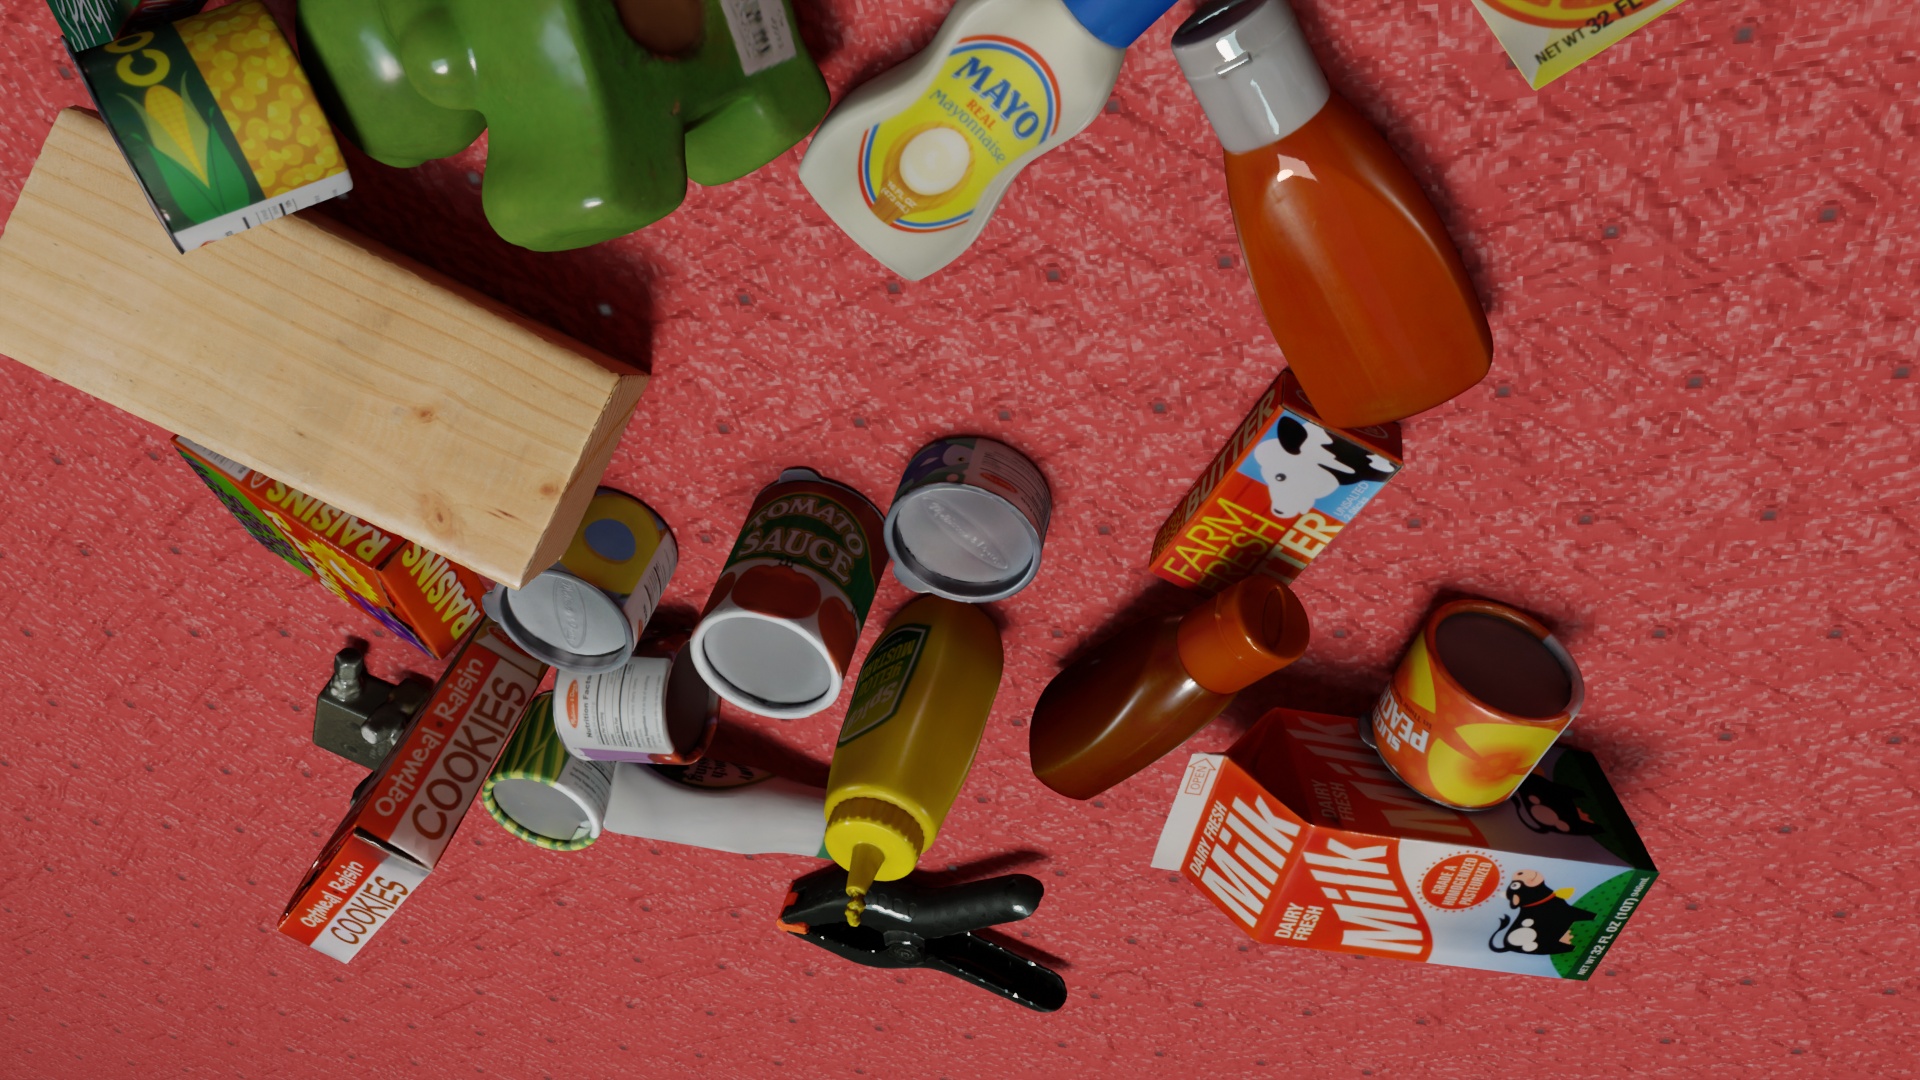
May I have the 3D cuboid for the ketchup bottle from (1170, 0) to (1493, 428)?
[{"bbox_3d":[0.117,-0.105,0.448,0.064,0.044,0.148,-19,124,29],"label":"ketchup bottle"}]

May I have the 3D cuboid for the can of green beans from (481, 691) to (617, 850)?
[{"bbox_3d":[-0.214,0.124,0.745,0.071,0.058,0.071,8,133,9],"label":"can of green beans"}]

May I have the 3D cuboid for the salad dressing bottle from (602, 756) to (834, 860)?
[{"bbox_3d":[-0.108,0.141,0.724,0.148,0.064,0.044,13,93,-13],"label":"salad dressing bottle"}]

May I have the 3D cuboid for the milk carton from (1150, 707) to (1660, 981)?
[{"bbox_3d":[0.181,0.127,0.592,0.191,0.074,0.072,8,123,-6],"label":"milk carton"}]

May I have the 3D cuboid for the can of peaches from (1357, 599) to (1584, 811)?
[{"bbox_3d":[0.206,0.066,0.563,0.071,0.071,0.057,17,134,1],"label":"can of peaches"}]

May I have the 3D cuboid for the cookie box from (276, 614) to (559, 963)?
[{"bbox_3d":[-0.247,0.101,0.657,0.040,0.168,0.122,34,132,-15],"label":"cookie box"}]

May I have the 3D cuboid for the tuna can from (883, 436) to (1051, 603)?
[{"bbox_3d":[0.002,-0.007,0.579,0.071,0.033,0.070,8,133,9],"label":"tuna can"}]

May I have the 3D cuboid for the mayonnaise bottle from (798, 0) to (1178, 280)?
[{"bbox_3d":[0.014,-0.147,0.441,0.064,0.041,0.147,41,130,-19],"label":"mayonnaise bottle"}]

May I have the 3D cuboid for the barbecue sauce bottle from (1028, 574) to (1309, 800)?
[{"bbox_3d":[0.083,0.059,0.579,0.043,0.065,0.148,29,144,-14],"label":"barbecue sauce bottle"}]

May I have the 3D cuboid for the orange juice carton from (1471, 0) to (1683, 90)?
[{"bbox_3d":[0.117,-0.213,0.329,0.071,0.073,0.192,-30,118,35],"label":"orange juice carton"}]

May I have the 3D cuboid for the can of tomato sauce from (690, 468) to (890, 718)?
[{"bbox_3d":[-0.071,0.023,0.593,0.071,0.083,0.070,8,134,9],"label":"can of tomato sauce"}]

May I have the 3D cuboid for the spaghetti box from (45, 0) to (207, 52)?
[{"bbox_3d":[-0.235,-0.190,0.404,0.250,0.029,0.050,1,119,51],"label":"spaghetti box"}]

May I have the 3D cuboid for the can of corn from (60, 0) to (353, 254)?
[{"bbox_3d":[-0.240,-0.136,0.447,0.071,0.058,0.070,49,157,30],"label":"can of corn"}]

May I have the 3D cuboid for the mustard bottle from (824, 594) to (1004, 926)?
[{"bbox_3d":[-0.025,0.092,0.590,0.048,0.161,0.065,41,128,-20],"label":"mustard bottle"}]

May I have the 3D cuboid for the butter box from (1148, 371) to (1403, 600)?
[{"bbox_3d":[0.121,-0.014,0.544,0.053,0.024,0.103,25,134,-8],"label":"butter box"}]

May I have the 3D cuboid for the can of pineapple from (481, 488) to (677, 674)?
[{"bbox_3d":[-0.172,0.017,0.635,0.071,0.058,0.070,8,133,9],"label":"can of pineapple"}]

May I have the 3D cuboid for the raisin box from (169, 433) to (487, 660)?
[{"bbox_3d":[-0.276,-0.006,0.617,0.123,0.040,0.085,28,153,16],"label":"raisin box"}]

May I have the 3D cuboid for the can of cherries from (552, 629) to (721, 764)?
[{"bbox_3d":[-0.156,0.075,0.682,0.058,0.072,0.071,0,131,15],"label":"can of cherries"}]
